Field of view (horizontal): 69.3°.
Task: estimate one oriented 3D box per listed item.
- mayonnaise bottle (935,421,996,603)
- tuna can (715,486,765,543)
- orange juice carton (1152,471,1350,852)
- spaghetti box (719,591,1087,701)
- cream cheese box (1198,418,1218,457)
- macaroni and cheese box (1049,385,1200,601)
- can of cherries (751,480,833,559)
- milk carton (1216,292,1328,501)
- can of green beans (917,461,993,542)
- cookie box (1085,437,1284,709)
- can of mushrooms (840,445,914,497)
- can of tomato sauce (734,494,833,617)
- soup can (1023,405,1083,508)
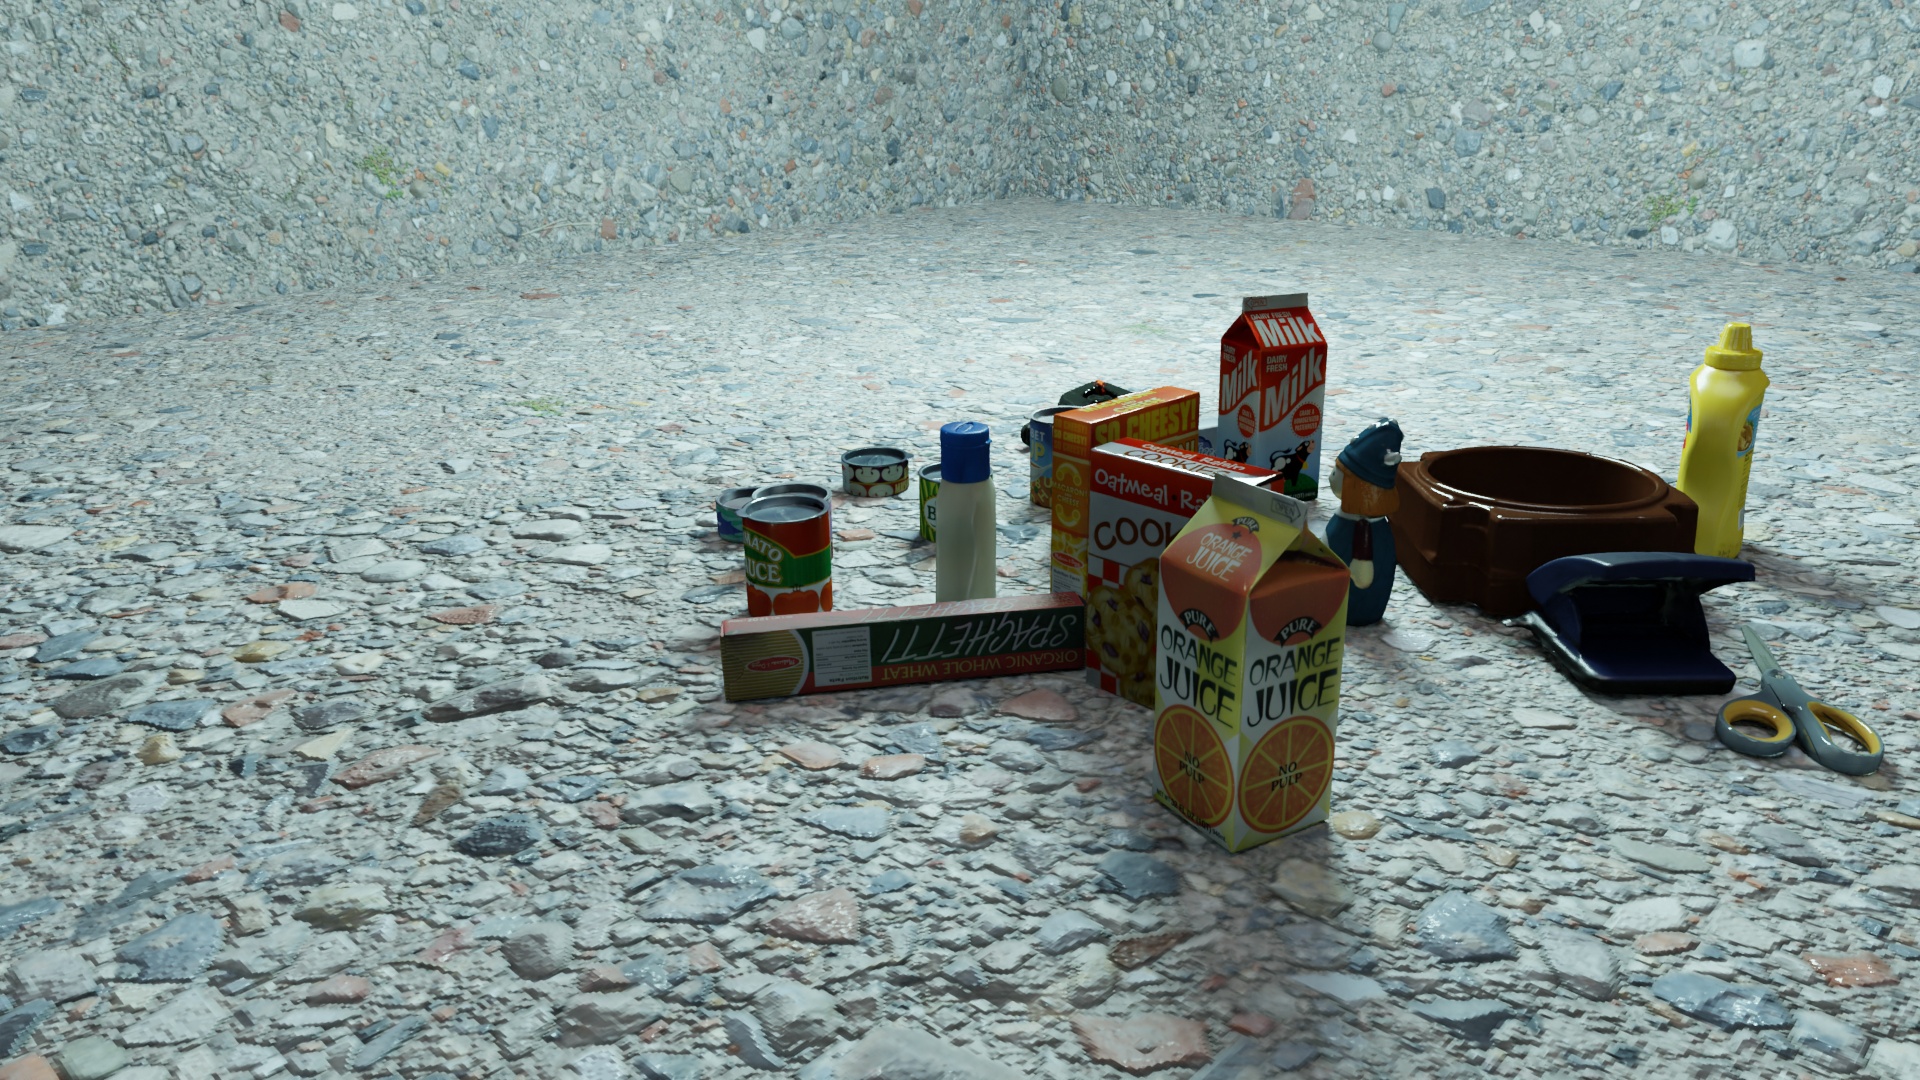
[{"bbox_3d":[0.004,-0.013,1.028,0.041,0.147,0.065,6,21,19],"label":"mayonnaise bottle"},{"bbox_3d":[-0.185,-0.023,1.232,0.071,0.032,0.071,-1,20,0],"label":"tuna can"},{"bbox_3d":[0.156,0.062,0.751,0.073,0.192,0.072,-12,22,-28],"label":"orange juice carton"},{"bbox_3d":[-0.035,0.071,0.941,0.250,0.050,0.029,-4,20,-10],"label":"spaghetti box"},{"bbox_3d":[0.214,-0.086,1.361,0.104,0.053,0.024,-10,22,-25],"label":"cream cheese box"},{"bbox_3d":[0.120,-0.021,1.021,0.124,0.165,0.040,-18,26,-40],"label":"macaroni and cheese box"},{"bbox_3d":[-0.139,-0.013,1.163,0.071,0.058,0.072,-1,20,0],"label":"can of cherries"},{"bbox_3d":[0.288,-0.134,1.290,0.072,0.189,0.073,-8,21,-19],"label":"milk carton"},{"bbox_3d":[-0.004,-0.034,1.218,0.071,0.057,0.071,-1,20,0],"label":"can of green beans"},{"bbox_3d":[0.139,0.028,0.883,0.040,0.166,0.123,-19,26,-41],"label":"cookie box"},{"bbox_3d":[-0.080,-0.067,1.348,0.071,0.033,0.071,-1,20,0],"label":"can of mushrooms"},{"bbox_3d":[-0.132,0.014,1.053,0.071,0.082,0.071,-1,20,0],"label":"can of tomato sauce"},{"bbox_3d":[0.095,-0.078,1.299,0.071,0.083,0.071,-1,20,0],"label":"soup can"}]
